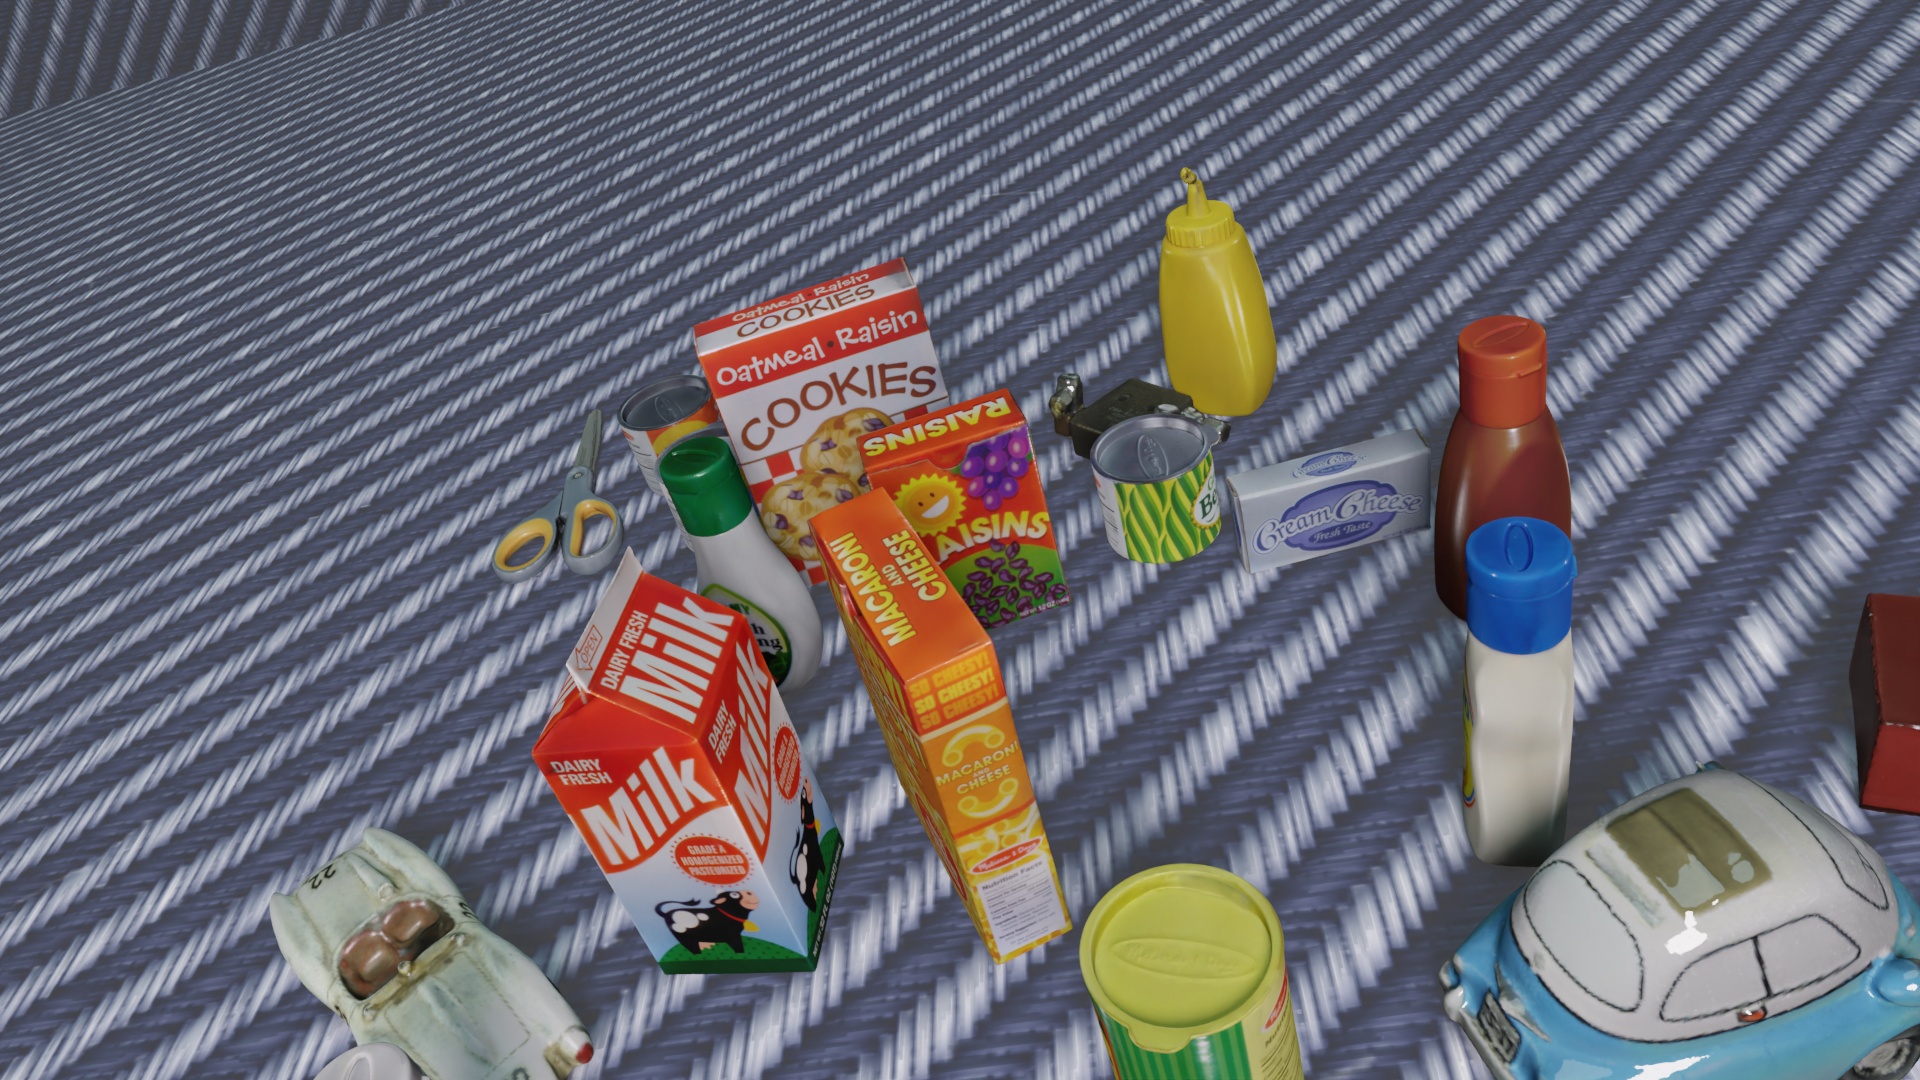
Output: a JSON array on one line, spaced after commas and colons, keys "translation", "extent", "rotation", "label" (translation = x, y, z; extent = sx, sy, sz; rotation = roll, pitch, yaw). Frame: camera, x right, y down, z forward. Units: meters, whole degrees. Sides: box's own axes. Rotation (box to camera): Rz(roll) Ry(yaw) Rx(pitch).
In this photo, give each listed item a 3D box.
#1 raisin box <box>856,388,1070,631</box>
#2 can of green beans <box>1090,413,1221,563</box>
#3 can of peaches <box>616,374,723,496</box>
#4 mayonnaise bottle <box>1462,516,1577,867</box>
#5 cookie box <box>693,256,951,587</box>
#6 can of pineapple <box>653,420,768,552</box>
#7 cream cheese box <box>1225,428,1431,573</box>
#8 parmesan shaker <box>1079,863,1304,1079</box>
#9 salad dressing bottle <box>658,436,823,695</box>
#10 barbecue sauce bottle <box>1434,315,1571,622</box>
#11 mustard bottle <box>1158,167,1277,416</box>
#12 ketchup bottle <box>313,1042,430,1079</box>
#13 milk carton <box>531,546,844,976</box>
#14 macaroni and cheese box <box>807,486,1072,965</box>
[{"translation": [0.003, -0.009, 0.732], "extent": [0.086, 0.122, 0.040], "rotation": [-18, 36, -2], "label": "raisin box"}, {"translation": [0.110, -0.029, 0.773], "extent": [0.071, 0.057, 0.071], "rotation": [-10, 36, 8], "label": "can of green beans"}, {"translation": [-0.189, -0.072, 0.943], "extent": [0.071, 0.057, 0.071], "rotation": [-10, 36, 8], "label": "can of peaches"}, {"translation": [0.216, 0.059, 0.540], "extent": [0.041, 0.147, 0.065], "rotation": [-1, 38, 20], "label": "mayonnaise bottle"}, {"translation": [-0.066, -0.063, 0.792], "extent": [0.123, 0.166, 0.040], "rotation": [-19, 36, -4], "label": "cookie box"}, {"translation": [-0.151, -0.033, 0.877], "extent": [0.071, 0.057, 0.071], "rotation": [-10, 36, 8], "label": "can of pineapple"}, {"translation": [0.195, -0.020, 0.733], "extent": [0.104, 0.053, 0.024], "rotation": [-14, 36, 2], "label": "cream cheese box"}, {"translation": [0.081, 0.172, 0.478], "extent": [0.071, 0.102, 0.072], "rotation": [-10, 36, 8], "label": "parmesan shaker"}, {"translation": [-0.115, 0.015, 0.723], "extent": [0.064, 0.147, 0.044], "rotation": [5, 41, 27], "label": "salad dressing bottle"}, {"translation": [0.252, -0.032, 0.646], "extent": [0.065, 0.147, 0.044], "rotation": [-23, 36, -9], "label": "barbecue sauce bottle"}, {"translation": [0.151, -0.151, 0.833], "extent": [0.065, 0.159, 0.049], "rotation": [12, 44, 33], "label": "mustard bottle"}, {"translation": [-0.167, 0.224, 0.464], "extent": [0.043, 0.148, 0.065], "rotation": [-17, 36, -1], "label": "ketchup bottle"}, {"translation": [-0.114, 0.096, 0.579], "extent": [0.073, 0.189, 0.073], "rotation": [-6, 37, 14], "label": "milk carton"}, {"translation": [-0.009, 0.078, 0.584], "extent": [0.040, 0.165, 0.124], "rotation": [-24, 36, -10], "label": "macaroni and cheese box"}]
